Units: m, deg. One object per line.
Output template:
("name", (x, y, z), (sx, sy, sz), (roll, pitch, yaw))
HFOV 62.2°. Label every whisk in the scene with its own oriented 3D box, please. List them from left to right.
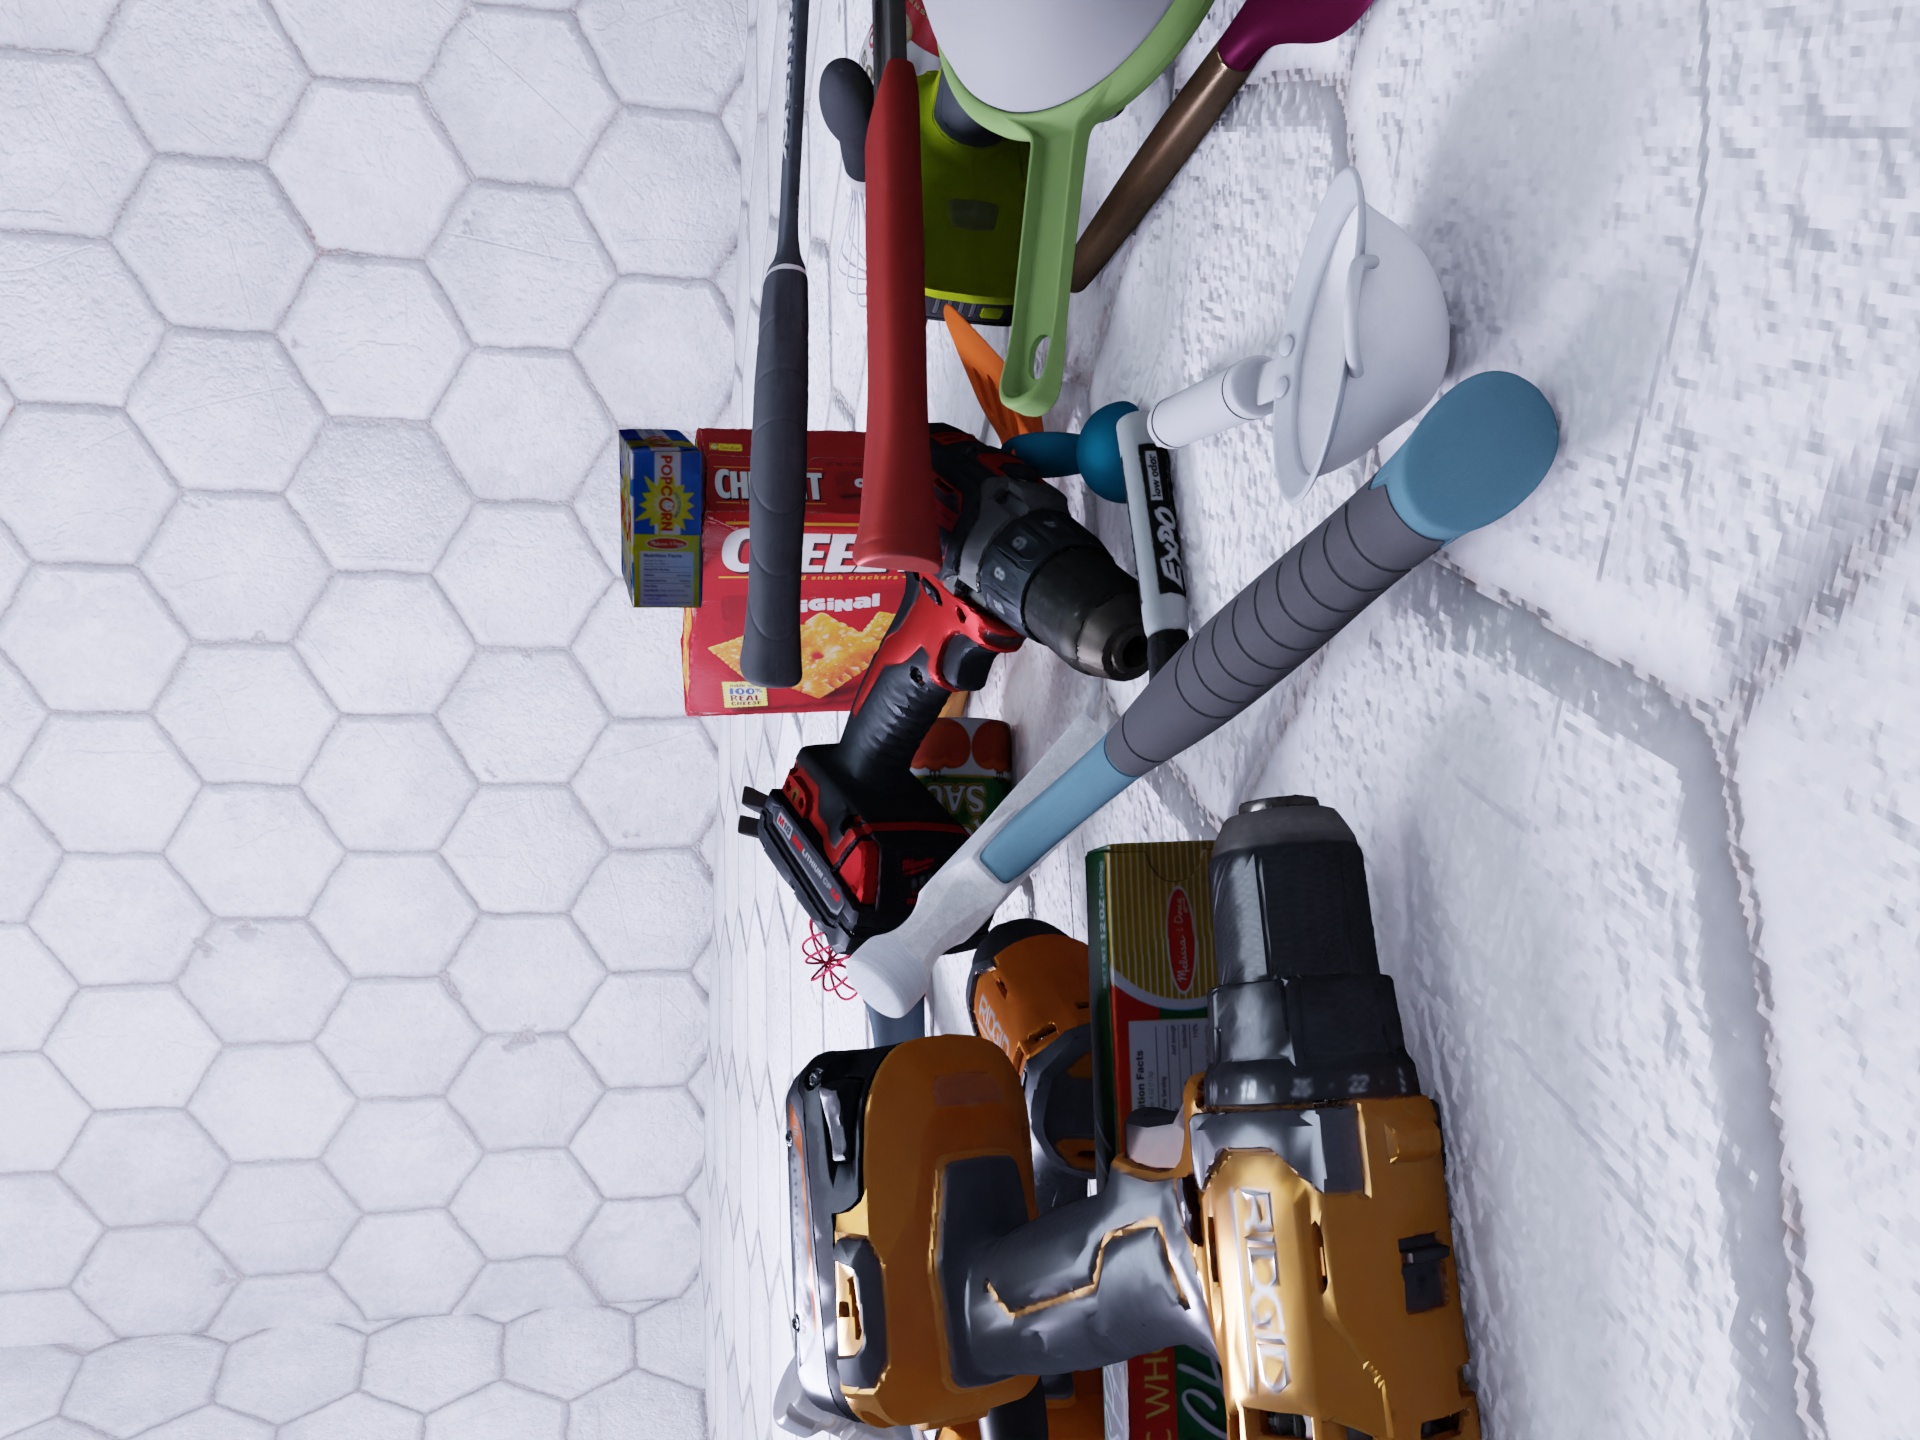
("whisk", (-0.053, -0.307, 0.927), (0.284, 0.070, 0.070), (62, -153, -83))
("whisk", (-0.048, 0.136, 1.058), (0.295, 0.073, 0.073), (137, 133, -63))

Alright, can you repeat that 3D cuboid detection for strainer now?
("strainer", (0.020, -0.239, 0.560), (0.151, 0.069, 0.256), (0, 82, 45))
("strainer", (0.094, -0.104, 0.484), (0.258, 0.050, 0.087), (-150, 67, -82))

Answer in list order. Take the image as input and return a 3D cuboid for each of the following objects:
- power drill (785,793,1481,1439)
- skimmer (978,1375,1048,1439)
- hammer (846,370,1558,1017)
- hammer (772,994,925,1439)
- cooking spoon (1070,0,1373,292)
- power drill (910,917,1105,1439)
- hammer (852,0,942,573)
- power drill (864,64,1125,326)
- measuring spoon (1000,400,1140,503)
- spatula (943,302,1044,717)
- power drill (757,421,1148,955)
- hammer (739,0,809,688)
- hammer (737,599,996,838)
("power drill", (0.041, 0.128, 0.474), (0.226, 0.084, 0.185), (-17, 72, 47))
("skimmer", (0.020, 0.346, 0.552), (0.090, 0.127, 0.363), (-6, -94, -62))
("hammer", (0.062, 0.002, 0.497), (0.033, 0.128, 0.331), (45, 147, 1))
("hammer", (-0.021, 0.263, 0.888), (0.038, 0.143, 0.387), (-54, 14, 18))
("cooking spoon", (0.087, -0.222, 0.561), (0.319, 0.017, 0.069), (146, 125, -74))
("power drill", (0.027, 0.201, 0.679), (0.164, 0.084, 0.226), (-128, 45, -70))
("hammer", (-0.026, -0.239, 0.688), (0.149, 0.036, 0.359), (145, 126, -65))
("power drill", (0.022, -0.285, 0.718), (0.223, 0.080, 0.171), (128, 140, -62))
("measuring spoon", (0.040, -0.115, 0.691), (0.129, 0.021, 0.042), (16, 111, 63))
("spatula", (0.005, -0.080, 0.863), (0.081, 0.041, 0.322), (53, 150, 28))
("power drill", (-0.001, -0.002, 0.709), (0.188, 0.080, 0.226), (46, 123, 47))
("hammer", (-0.076, -0.219, 0.725), (0.149, 0.036, 0.409), (-154, 67, -72))
("hammer", (-0.035, -0.005, 0.904), (0.336, 0.127, 0.034), (121, 158, -55))
